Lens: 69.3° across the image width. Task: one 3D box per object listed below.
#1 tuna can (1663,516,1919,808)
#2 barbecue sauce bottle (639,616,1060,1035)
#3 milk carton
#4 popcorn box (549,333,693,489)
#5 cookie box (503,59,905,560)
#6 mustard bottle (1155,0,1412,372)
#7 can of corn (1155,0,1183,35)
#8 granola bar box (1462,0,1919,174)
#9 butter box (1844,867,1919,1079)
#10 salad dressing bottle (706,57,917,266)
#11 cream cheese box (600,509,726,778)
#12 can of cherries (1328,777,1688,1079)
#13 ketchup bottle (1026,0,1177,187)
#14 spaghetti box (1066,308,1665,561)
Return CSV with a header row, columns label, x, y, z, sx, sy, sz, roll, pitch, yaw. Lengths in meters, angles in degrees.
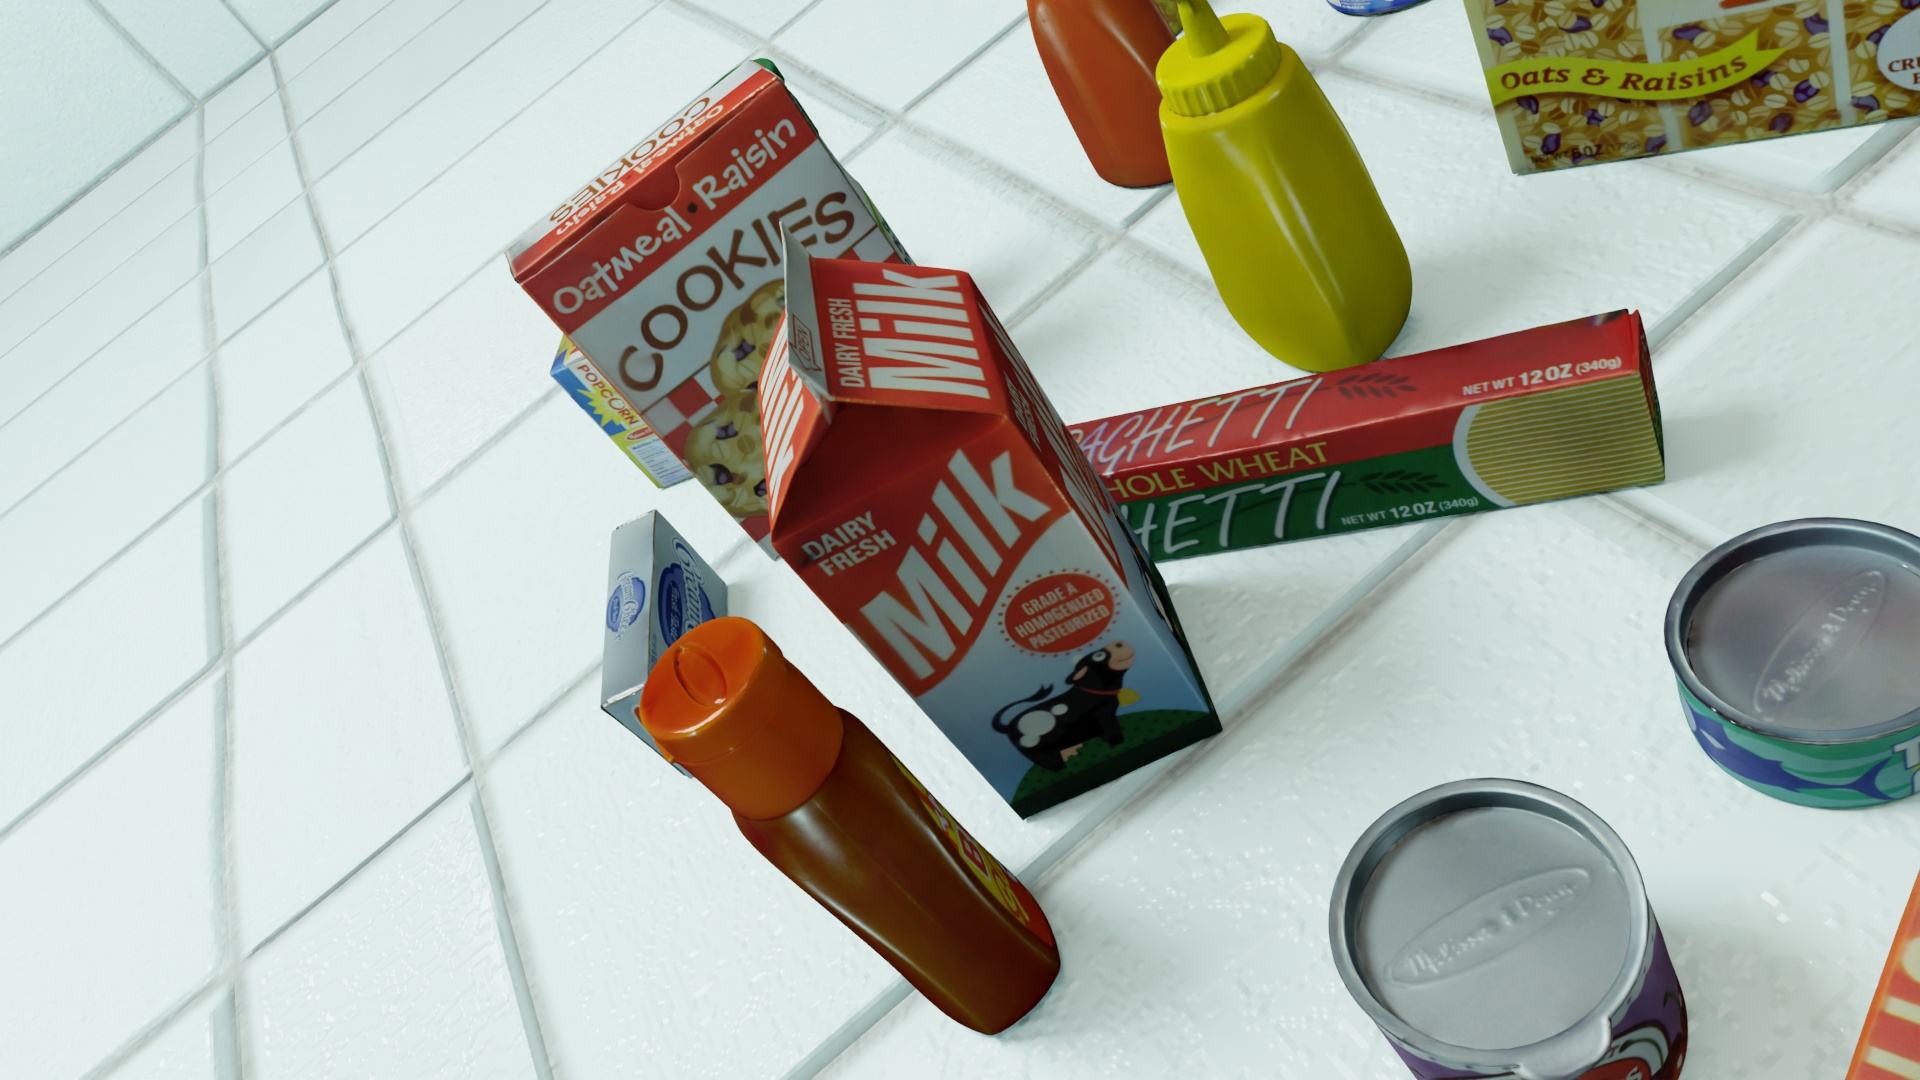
label,x,y,z,sx,sy,sz,roll,pitch,yaw
tuna can,0.212,0.030,0.337,0.071,0.032,0.071,-20,42,19
barbecue sauce bottle,-0.028,0.078,0.376,0.044,0.148,0.065,-43,39,-7
milk carton,0.001,-0.005,0.404,0.073,0.190,0.073,-27,40,12
popcorn box,-0.152,-0.100,0.697,0.038,0.085,0.127,-20,42,20
cookie box,-0.081,-0.088,0.567,0.123,0.167,0.040,-40,39,-3
mustard bottle,0.104,-0.126,0.473,0.065,0.159,0.049,23,67,47
can of corn,0.086,-0.299,0.740,0.071,0.058,0.071,-20,42,19
granola bar box,0.255,-0.191,0.454,0.165,0.124,0.039,1,52,37
butter box,0.194,0.097,0.268,0.024,0.053,0.104,14,61,44
salad dressing bottle,-0.059,-0.144,0.622,0.044,0.147,0.064,-33,39,5
cream cheese box,-0.117,0.040,0.556,0.024,0.053,0.104,-27,40,12
can of cherries,0.125,0.099,0.313,0.071,0.058,0.072,-20,42,19
ketchup bottle,0.060,-0.226,0.614,0.065,0.148,0.044,11,59,43
spaghetti box,0.095,-0.024,0.464,0.249,0.050,0.029,-10,46,29
